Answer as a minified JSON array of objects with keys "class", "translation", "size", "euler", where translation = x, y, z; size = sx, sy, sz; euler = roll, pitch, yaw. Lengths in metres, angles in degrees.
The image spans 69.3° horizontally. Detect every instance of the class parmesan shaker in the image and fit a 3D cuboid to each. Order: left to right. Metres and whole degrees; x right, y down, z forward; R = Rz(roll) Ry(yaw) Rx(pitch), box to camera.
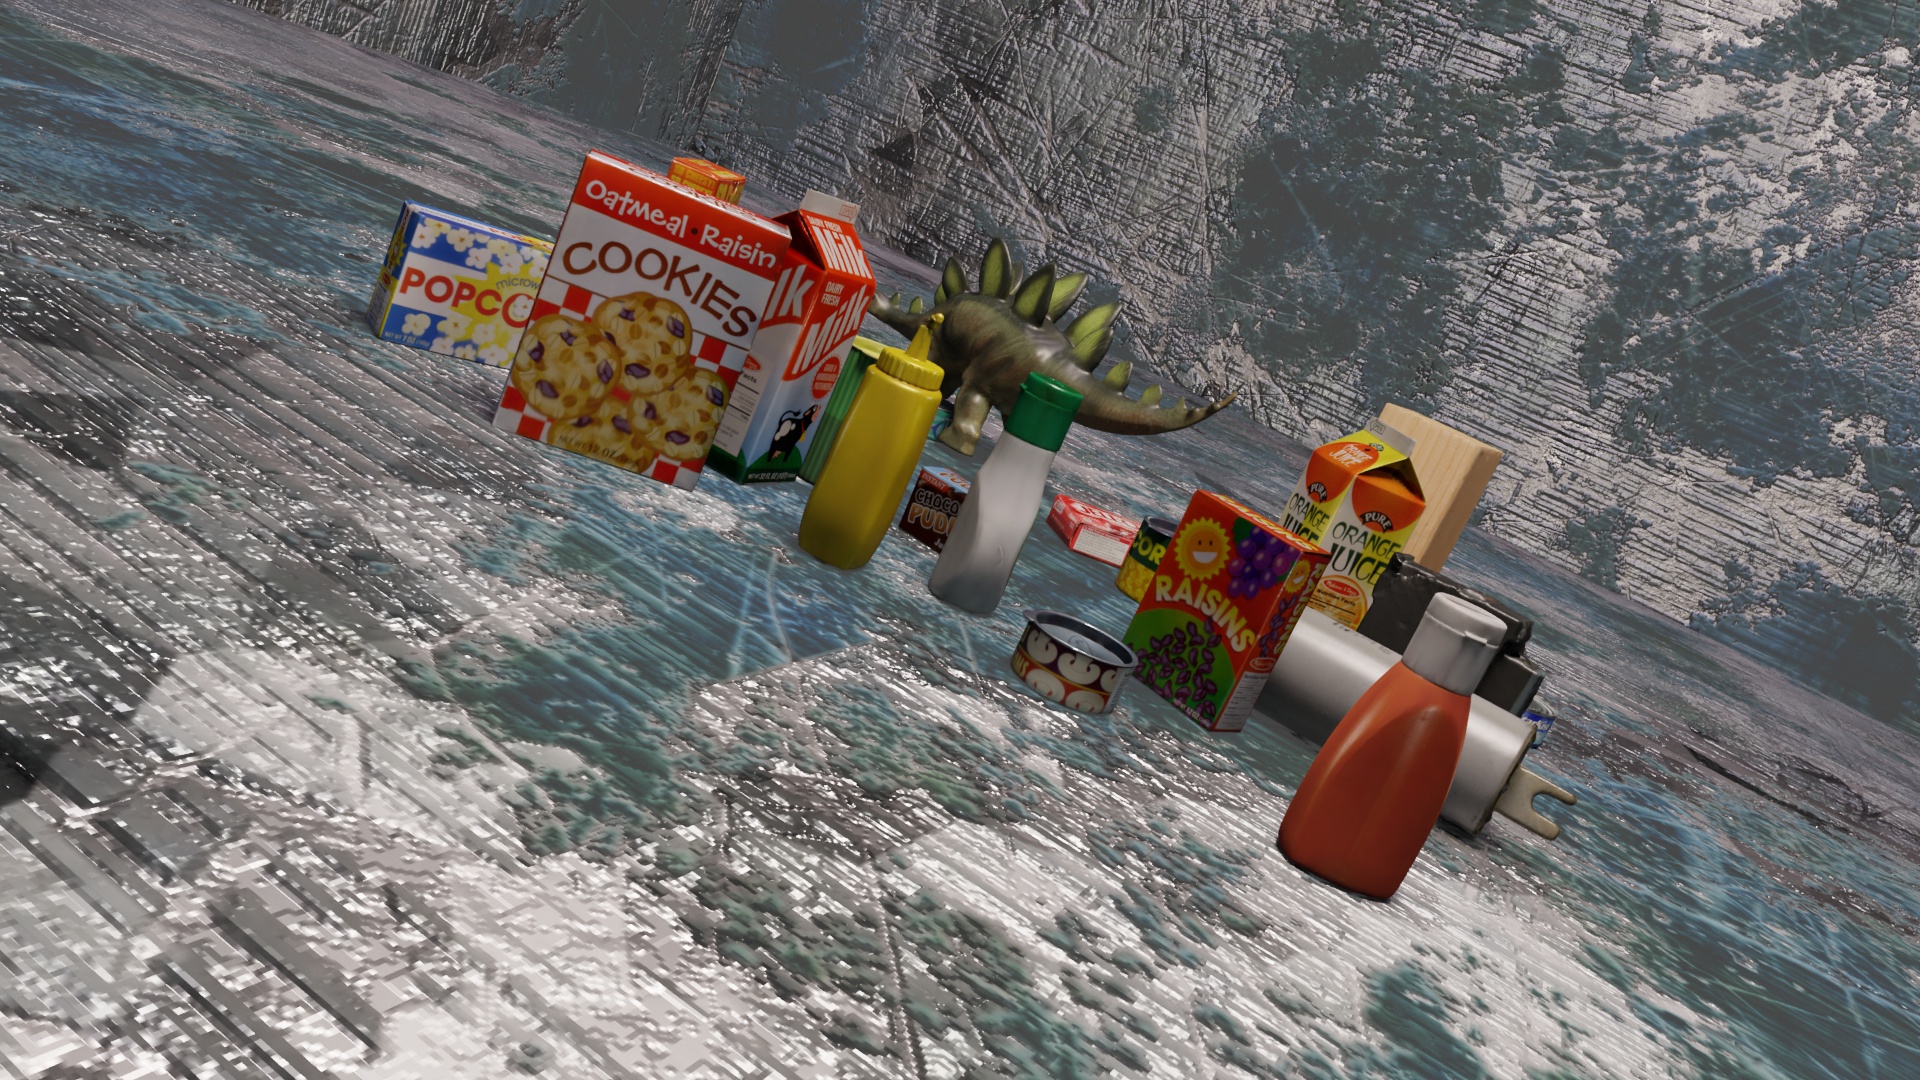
[{"class":"parmesan shaker","translation":[-0.074,-0.087,0.988],"size":[0.071,0.102,0.071],"euler":[23,13,-6]}]

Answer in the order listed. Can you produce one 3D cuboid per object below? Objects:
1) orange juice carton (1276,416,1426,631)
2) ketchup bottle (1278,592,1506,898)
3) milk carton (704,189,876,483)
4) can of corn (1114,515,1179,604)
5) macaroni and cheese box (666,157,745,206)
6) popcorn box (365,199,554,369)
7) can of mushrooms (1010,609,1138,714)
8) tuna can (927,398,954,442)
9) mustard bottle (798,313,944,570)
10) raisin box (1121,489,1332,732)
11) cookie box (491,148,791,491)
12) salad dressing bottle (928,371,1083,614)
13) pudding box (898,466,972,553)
[{"class":"orange juice carton","translation":[0.303,-0.004,1.114],"size":[0.073,0.192,0.072],"euler":[19,14,-19]},{"class":"ketchup bottle","translation":[0.214,0.099,0.675],"size":[0.065,0.148,0.043],"euler":[23,13,-5]},{"class":"milk carton","translation":[-0.119,-0.138,0.919],"size":[0.073,0.190,0.072],"euler":[29,14,19]},{"class":"can of corn","translation":[0.158,0.020,1.064],"size":[0.071,0.058,0.071],"euler":[23,14,-6]},{"class":"macaroni and cheese box","translation":[-0.217,-0.205,1.059],"size":[0.040,0.166,0.124],"euler":[23,13,-5]},{"class":"popcorn box","translation":[-0.312,-0.162,0.911],"size":[0.127,0.085,0.038],"euler":[11,18,-43]},{"class":"can of mushrooms","translation":[0.061,0.067,0.782],"size":[0.071,0.033,0.071],"euler":[23,14,-6]},{"class":"tuna can","translation":[-0.029,-0.119,1.330],"size":[0.071,0.032,0.071],"euler":[23,14,-6]},{"class":"mustard bottle","translation":[-0.046,-0.062,0.822],"size":[0.049,0.159,0.065],"euler":[26,13,7]},{"class":"raisin box","translation":[0.157,0.043,0.844],"size":[0.040,0.123,0.086],"euler":[9,20,-47]},{"class":"cookie box","translation":[-0.187,-0.128,0.818],"size":[0.123,0.167,0.040],"euler":[19,14,-20]},{"class":"salad dressing bottle","translation":[0.029,-0.029,0.847],"size":[0.044,0.147,0.064],"euler":[21,14,-14]},{"class":"pudding box","translation":[0.003,-0.012,0.947],"size":[0.084,0.049,0.030],"euler":[32,16,30]}]
